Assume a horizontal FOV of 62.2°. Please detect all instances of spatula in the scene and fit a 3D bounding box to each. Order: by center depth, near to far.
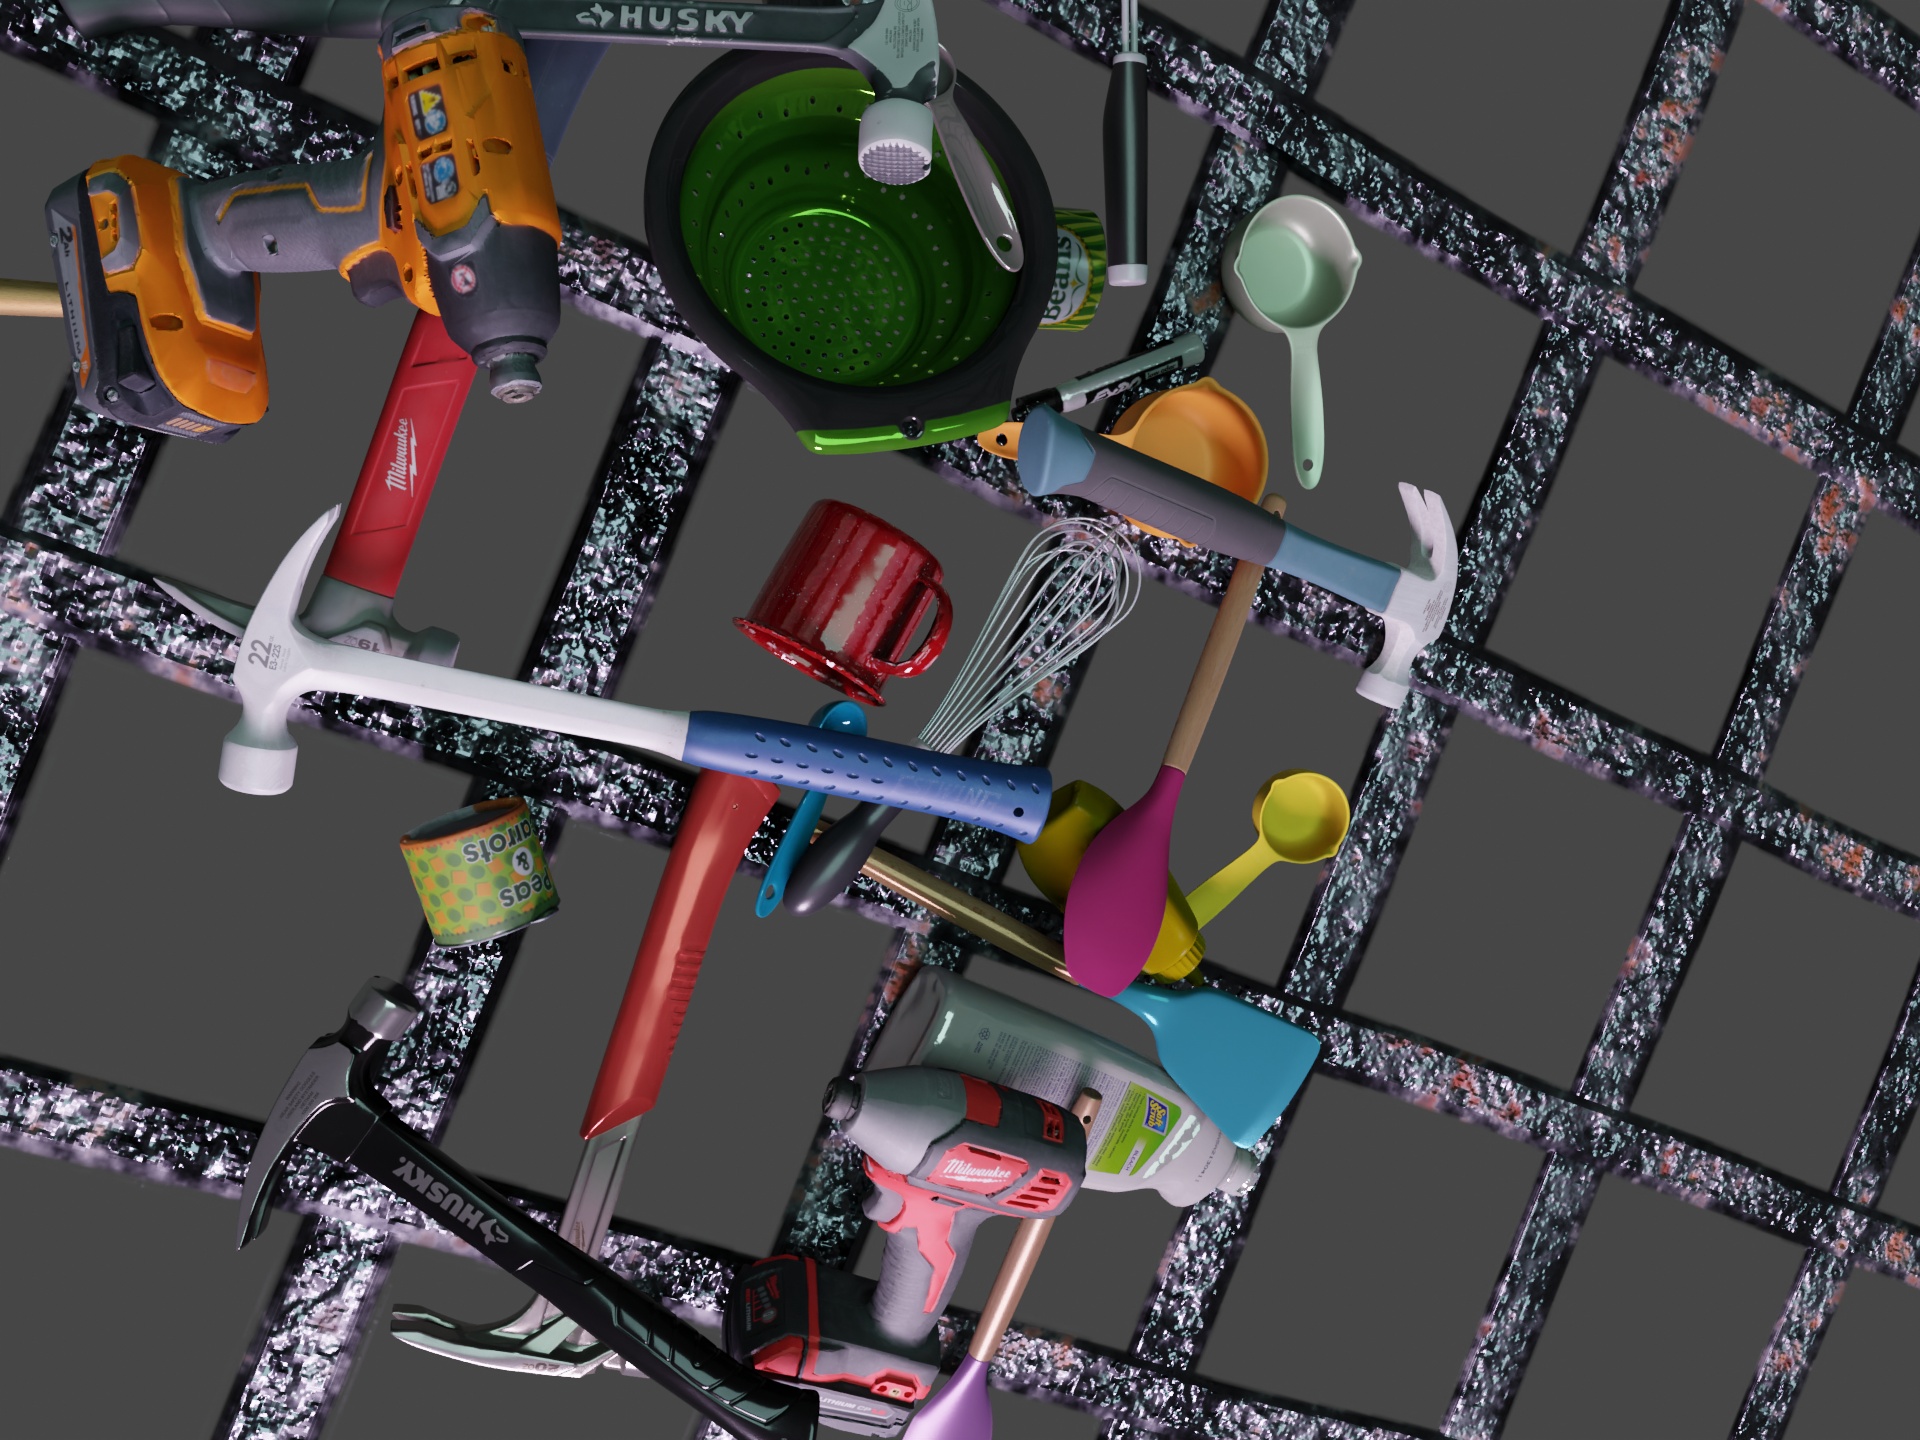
[{"bbox_3d":[0.049,0.135,0.904,0.317,0.044,0.082,28,106,-7],"label":"spatula"},{"bbox_3d":[0.022,0.350,0.929,0.059,0.018,0.316,14,107,-20],"label":"spatula"}]

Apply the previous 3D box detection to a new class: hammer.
[{"bbox_3d":[-0.213,-0.334,0.739,0.409,0.036,0.149,3,76,-2],"label":"hammer"},{"bbox_3d":[-0.264,-0.213,0.791,0.143,0.038,0.386,20,90,-17],"label":"hammer"},{"bbox_3d":[-0.148,0.000,0.802,0.405,0.035,0.144,12,102,-14],"label":"hammer"},{"bbox_3d":[-0.212,0.287,0.819,0.335,0.035,0.146,36,87,-1],"label":"hammer"},{"bbox_3d":[-0.185,0.180,0.866,0.149,0.037,0.359,17,92,-19],"label":"hammer"},{"bbox_3d":[0.163,-0.102,0.889,0.330,0.033,0.128,15,102,-35],"label":"hammer"}]

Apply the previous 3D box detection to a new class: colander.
[{"bbox_3d":[-0.080,-0.314,0.821,0.204,0.094,0.397,-11,82,-17],"label":"colander"}]

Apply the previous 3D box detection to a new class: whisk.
[{"bbox_3d":[-0.001,-0.003,0.880,0.070,0.070,0.284,43,82,-18],"label":"whisk"}]

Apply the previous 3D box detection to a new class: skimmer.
[{"bbox_3d":[0.115,-0.424,0.857,0.127,0.090,0.363,-12,105,-48],"label":"skimmer"}]

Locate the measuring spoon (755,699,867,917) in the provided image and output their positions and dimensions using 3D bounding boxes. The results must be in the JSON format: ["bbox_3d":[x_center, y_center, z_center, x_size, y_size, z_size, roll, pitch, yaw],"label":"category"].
[{"bbox_3d":[-0.090,0.047,0.879,0.042,0.021,0.128,35,77,-53],"label":"measuring spoon"}]

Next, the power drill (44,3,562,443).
[{"bbox_3d":[-0.279,-0.196,0.700,0.226,0.084,0.164,-14,85,17],"label":"power drill"}]

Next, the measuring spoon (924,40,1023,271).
[{"bbox_3d":[-0.001,-0.275,0.779,0.034,0.018,0.124,-27,94,-23],"label":"measuring spoon"}]

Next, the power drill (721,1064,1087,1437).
[{"bbox_3d":[-0.041,0.279,0.859,0.143,0.079,0.219,22,114,-19],"label":"power drill"}]

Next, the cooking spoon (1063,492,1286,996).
[{"bbox_3d":[0.131,0.006,0.912,0.068,0.017,0.319,32,71,-27],"label":"cooking spoon"}]

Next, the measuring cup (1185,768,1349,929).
[{"bbox_3d":[0.170,0.089,0.978,0.156,0.029,0.062,-41,102,3],"label":"measuring cup"}]

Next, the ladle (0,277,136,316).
[{"bbox_3d":[-0.535,-0.198,0.713,0.315,0.031,0.069,-1,100,-19],"label":"ladle"}]

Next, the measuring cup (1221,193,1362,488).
[{"bbox_3d":[0.193,-0.220,0.936,0.083,0.038,0.167,-9,101,-16],"label":"measuring cup"}]

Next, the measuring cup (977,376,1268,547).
[{"bbox_3d":[0.086,-0.150,0.904,0.173,0.052,0.095,4,96,-16],"label":"measuring cup"}]
